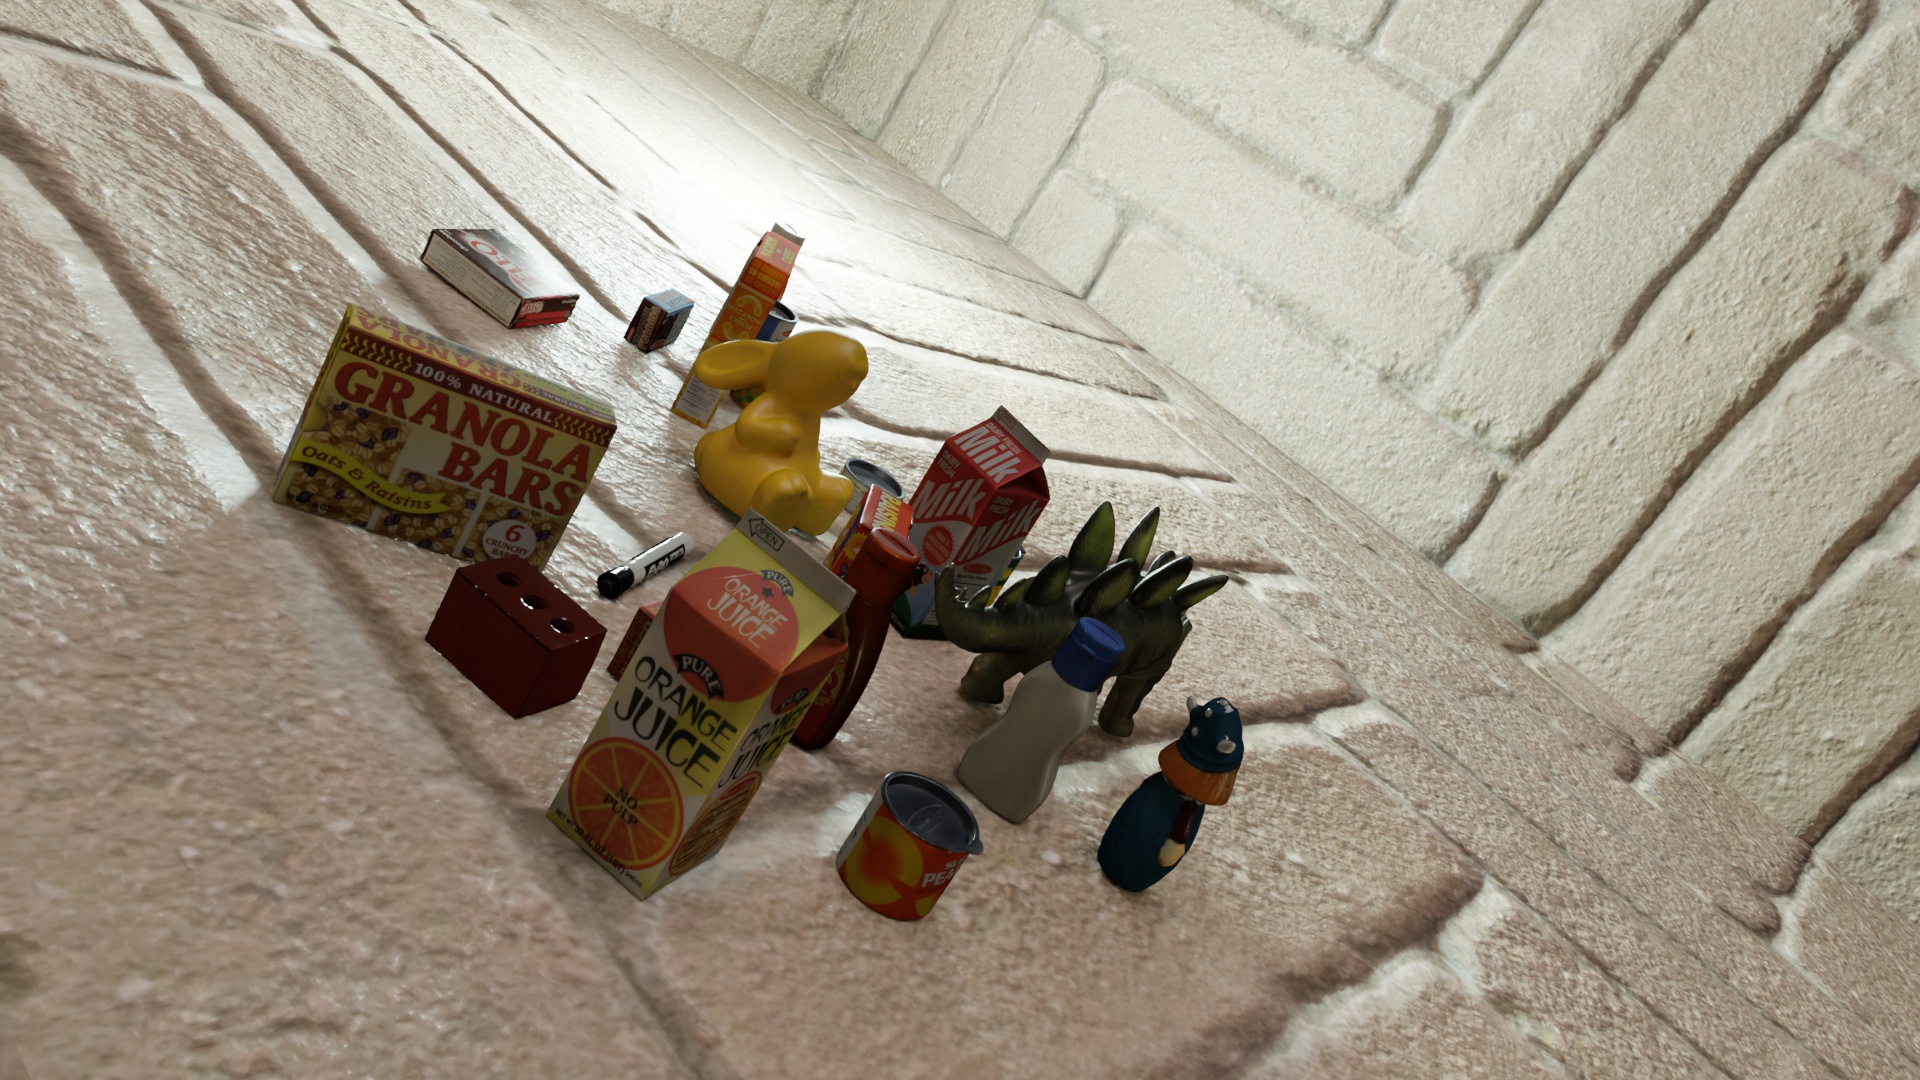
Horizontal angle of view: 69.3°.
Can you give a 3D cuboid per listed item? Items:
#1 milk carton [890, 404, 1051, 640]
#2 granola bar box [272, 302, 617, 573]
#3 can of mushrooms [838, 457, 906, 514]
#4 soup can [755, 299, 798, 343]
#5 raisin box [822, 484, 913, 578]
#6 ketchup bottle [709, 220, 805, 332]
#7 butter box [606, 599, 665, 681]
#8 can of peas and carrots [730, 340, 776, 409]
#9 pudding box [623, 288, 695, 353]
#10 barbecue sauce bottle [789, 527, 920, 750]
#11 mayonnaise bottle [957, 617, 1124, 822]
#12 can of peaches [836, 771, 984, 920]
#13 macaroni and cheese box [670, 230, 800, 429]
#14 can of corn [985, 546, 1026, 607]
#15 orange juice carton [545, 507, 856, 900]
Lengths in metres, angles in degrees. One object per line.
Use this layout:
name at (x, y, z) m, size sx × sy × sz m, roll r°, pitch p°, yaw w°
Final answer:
milk carton at (0.004, -0.014, 1.135) m, size 0.073 × 0.190 × 0.072 m, roll 9°, pitch 29°, yaw -49°
granola bar box at (-0.313, -0.055, 0.851) m, size 0.165 × 0.123 × 0.039 m, roll 21°, pitch 22°, yaw -29°
can of mushrooms at (-0.087, -0.047, 1.314) m, size 0.071 × 0.033 × 0.071 m, roll 28°, pitch 19°, yaw -11°
soup can at (-0.218, -0.210, 1.434) m, size 0.071 × 0.083 × 0.071 m, roll 29°, pitch 19°, yaw -11°
raisin box at (-0.081, 0.030, 0.998) m, size 0.040 × 0.123 × 0.086 m, roll 30°, pitch 19°, yaw -8°
ketchup bottle at (-0.214, -0.268, 1.481) m, size 0.043 × 0.148 × 0.065 m, roll 14°, pitch 26°, yaw -42°
butter box at (-0.176, 0.060, 0.887) m, size 0.024 × 0.053 × 0.104 m, roll 38°, pitch 20°, yaw 16°
can of peas and carrots at (-0.190, -0.159, 1.390) m, size 0.071 × 0.058 × 0.071 m, roll 28°, pitch 19°, yaw -11°
pudding box at (-0.299, -0.220, 1.386) m, size 0.030 × 0.049 × 0.084 m, roll 32°, pitch 19°, yaw -1°
barbecue sauce bottle at (-0.077, 0.061, 0.893) m, size 0.065 × 0.148 × 0.044 m, roll 38°, pitch 19°, yaw 16°
mayonnaise bottle at (0.059, 0.121, 0.955) m, size 0.065 × 0.147 × 0.041 m, roll 37°, pitch 19°, yaw 13°
can of peaches at (-0.029, 0.180, 0.812) m, size 0.071 × 0.058 × 0.071 m, roll 28°, pitch 19°, yaw -11°
macaroni and cheese box at (-0.209, -0.200, 1.296) m, size 0.040 × 0.166 × 0.124 m, roll 28°, pitch 19°, yaw -13°
can of corn at (0.017, 0.021, 1.269) m, size 0.071 × 0.058 × 0.071 m, roll 28°, pitch 19°, yaw -11°
orange juice carton at (-0.125, 0.080, 0.705) m, size 0.072 × 0.192 × 0.073 m, roll 37°, pitch 19°, yaw 13°
